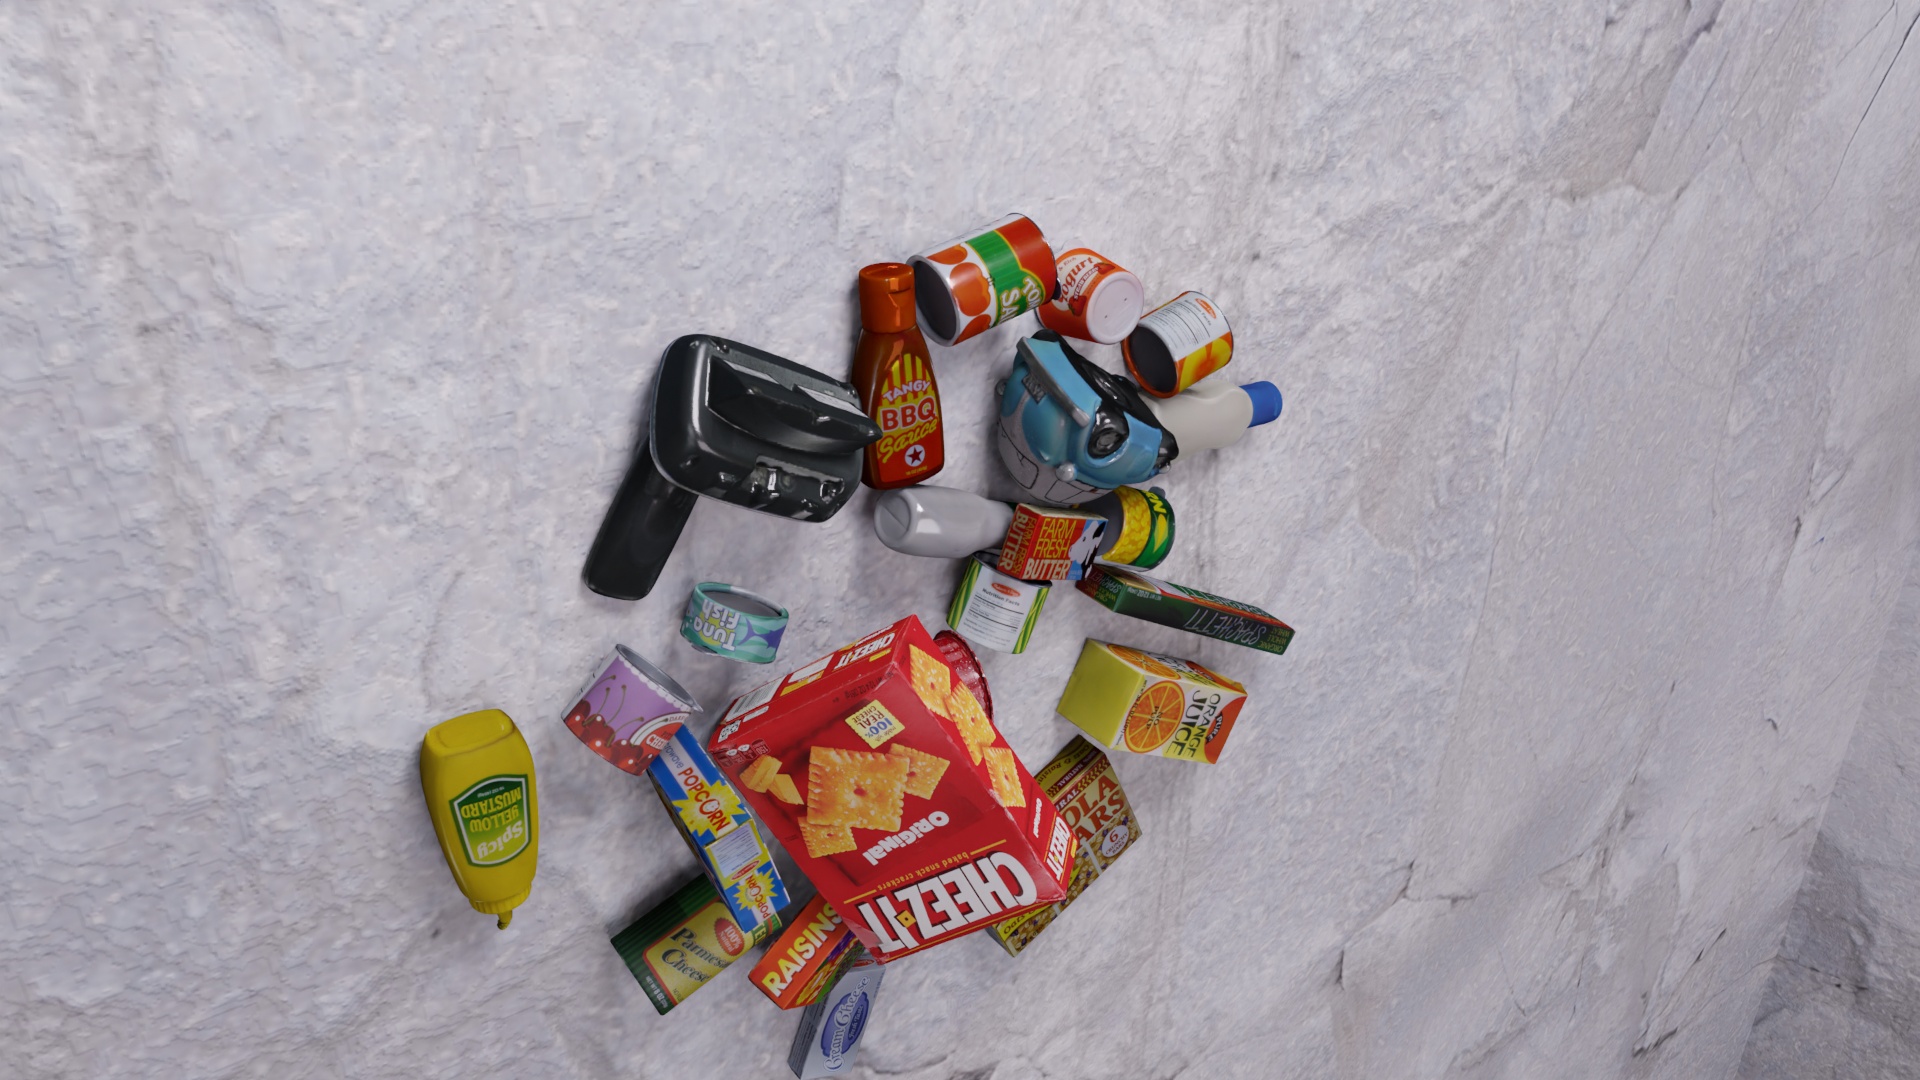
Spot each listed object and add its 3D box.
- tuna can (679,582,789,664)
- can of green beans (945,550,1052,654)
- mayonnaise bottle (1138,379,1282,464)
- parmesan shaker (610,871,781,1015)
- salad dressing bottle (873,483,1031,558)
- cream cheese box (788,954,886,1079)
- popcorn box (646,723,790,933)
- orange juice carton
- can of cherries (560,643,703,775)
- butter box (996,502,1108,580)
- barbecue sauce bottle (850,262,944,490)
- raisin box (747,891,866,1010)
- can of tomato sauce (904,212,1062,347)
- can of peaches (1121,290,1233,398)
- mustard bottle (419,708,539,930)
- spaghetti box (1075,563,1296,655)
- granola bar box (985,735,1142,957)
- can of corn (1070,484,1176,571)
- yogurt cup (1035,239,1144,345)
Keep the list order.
[{"bbox_3d":[-0.150,0.054,0.916,0.071,0.071,0.032,11,103,-41],"label":"tuna can"},{"bbox_3d":[0.029,0.047,1.055,0.071,0.071,0.057,12,104,-41],"label":"can of green beans"},{"bbox_3d":[0.201,-0.102,1.137,0.148,0.041,0.064,-15,121,-34],"label":"mayonnaise bottle"},{"bbox_3d":[-0.188,0.284,0.998,0.103,0.071,0.071,-35,129,-20],"label":"parmesan shaker"},{"bbox_3d":[0.004,-0.013,1.013,0.148,0.064,0.043,4,121,-47],"label":"salad dressing bottle"},{"bbox_3d":[-0.102,0.394,1.149,0.053,0.024,0.103,8,106,-39],"label":"cream cheese box"},{"bbox_3d":[-0.166,0.189,0.929,0.038,0.127,0.084,-28,126,-19],"label":"popcorn box"},{"bbox_3d":[0.182,0.145,1.219,0.193,0.073,0.071,15,101,-42],"label":"orange juice carton"},{"bbox_3d":[-0.211,0.111,0.893,0.058,0.071,0.071,-51,133,-6],"label":"can of cherries"},{"bbox_3d":[0.070,0.002,1.040,0.103,0.024,0.053,2,109,-56],"label":"butter box"},{"bbox_3d":[-0.045,-0.111,0.935,0.065,0.044,0.147,-19,122,-28],"label":"barbecue sauce bottle"},{"bbox_3d":[-0.106,0.308,1.057,0.086,0.040,0.123,-49,164,-7],"label":"raisin box"},{"bbox_3d":[0.014,-0.173,0.934,0.083,0.071,0.070,-28,126,-24],"label":"can of tomato sauce"},{"bbox_3d":[0.166,-0.149,1.069,0.058,0.071,0.071,-31,127,-23],"label":"can of peaches"},{"bbox_3d":[-0.296,0.185,0.877,0.065,0.049,0.159,-18,121,-29],"label":"mustard bottle"},{"bbox_3d":[0.202,0.061,1.209,0.250,0.050,0.028,16,103,-42],"label":"spaghetti box"},{"bbox_3d":[0.076,0.269,1.219,0.166,0.039,0.123,-40,130,-17],"label":"granola bar box"},{"bbox_3d":[0.128,-0.014,1.104,0.058,0.071,0.071,11,104,-40],"label":"can of corn"},{"bbox_3d":[0.096,-0.175,1.008,0.072,0.054,0.072,-18,122,-31],"label":"yogurt cup"}]
